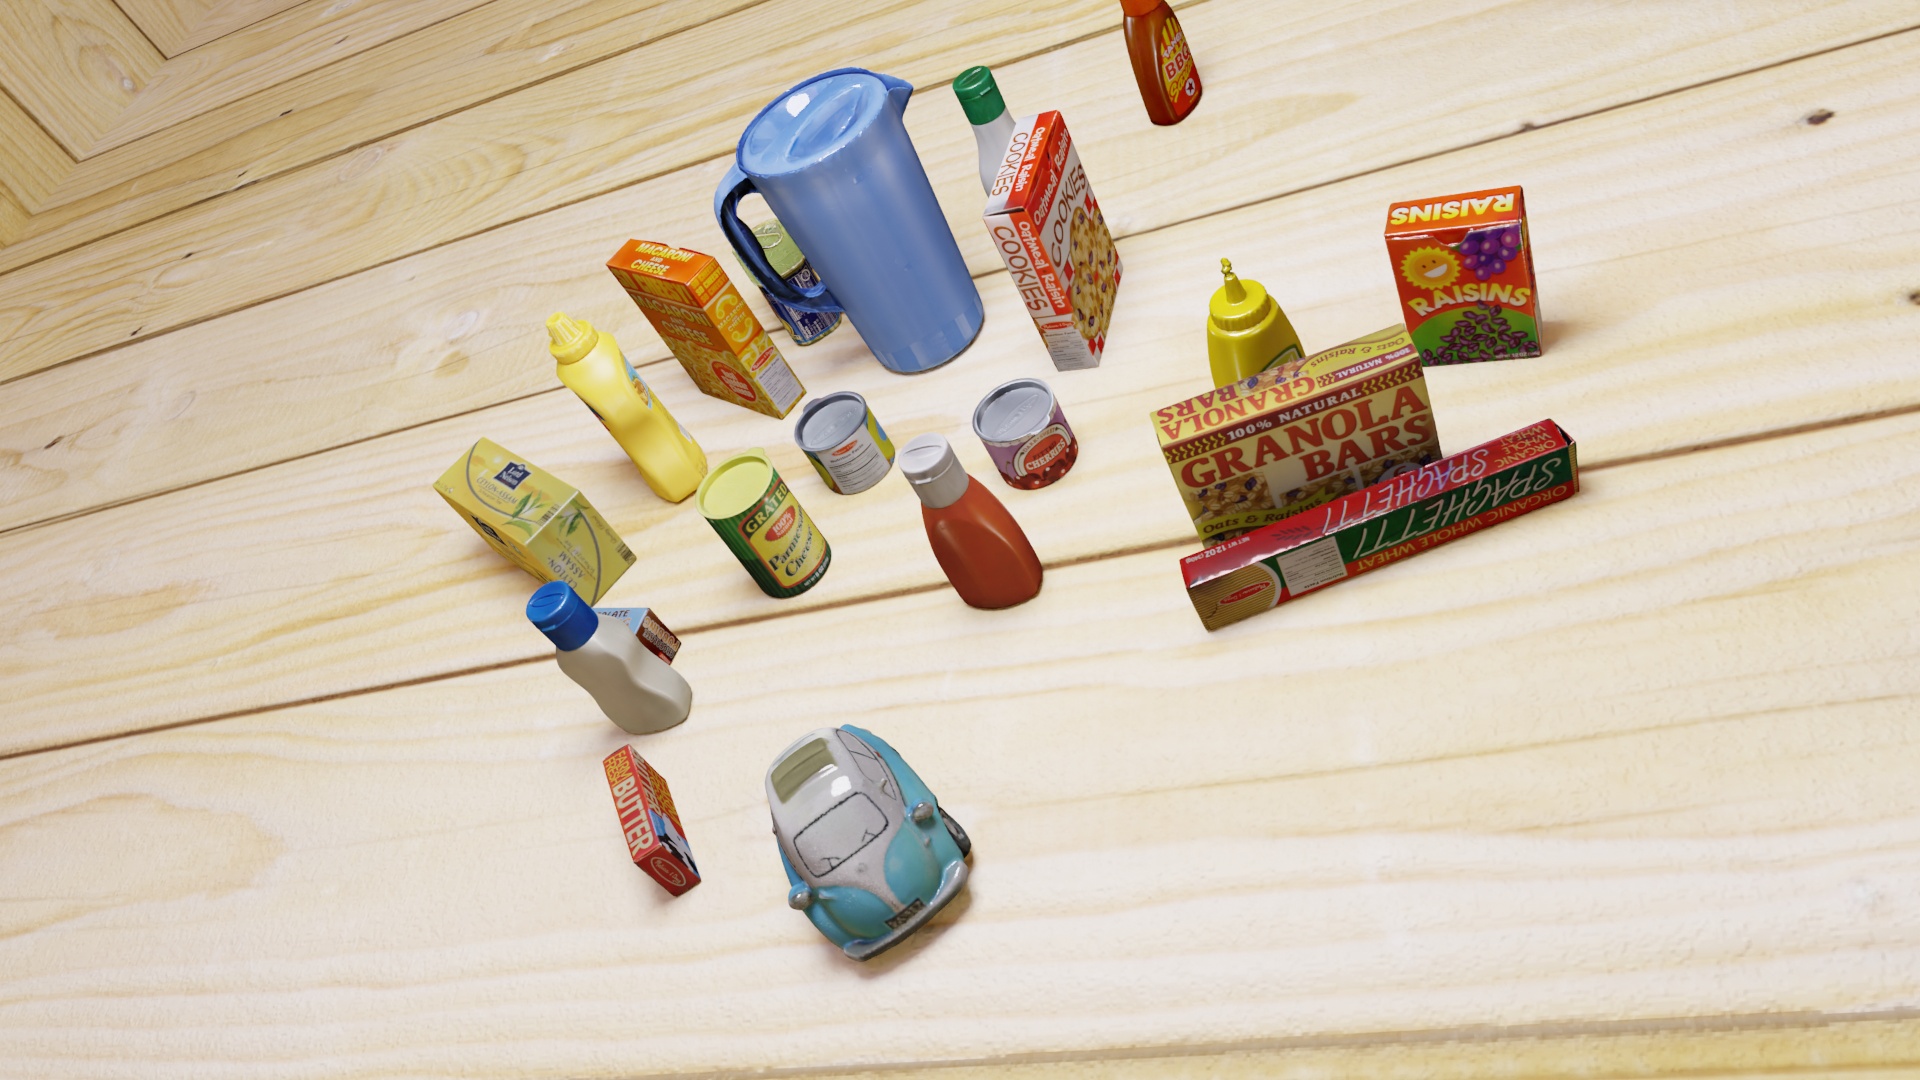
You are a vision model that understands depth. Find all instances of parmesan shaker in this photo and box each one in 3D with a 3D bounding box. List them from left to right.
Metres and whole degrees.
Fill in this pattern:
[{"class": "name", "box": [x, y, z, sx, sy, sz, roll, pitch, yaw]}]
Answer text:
[{"class": "parmesan shaker", "box": [-0.150, -0.013, 1.079, 0.071, 0.102, 0.072, -16, 45, 17]}]

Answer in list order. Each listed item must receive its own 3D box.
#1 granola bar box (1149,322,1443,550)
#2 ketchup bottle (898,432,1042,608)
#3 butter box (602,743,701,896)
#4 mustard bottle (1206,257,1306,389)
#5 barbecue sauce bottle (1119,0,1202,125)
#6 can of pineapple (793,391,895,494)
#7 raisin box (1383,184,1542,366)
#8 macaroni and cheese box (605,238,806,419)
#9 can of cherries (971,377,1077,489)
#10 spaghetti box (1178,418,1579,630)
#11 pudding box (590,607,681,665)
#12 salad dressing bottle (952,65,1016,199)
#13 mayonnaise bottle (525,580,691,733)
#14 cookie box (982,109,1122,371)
[{"class": "granola bar box", "box": [0.221, -0.058, 0.898, 0.165, 0.123, 0.039, -19, 44, 13]}, {"class": "ketchup bottle", "box": [0.003, -0.012, 0.960, 0.064, 0.148, 0.044, -10, 47, 22]}, {"class": "butter box", "box": [-0.215, 0.193, 0.964, 0.024, 0.053, 0.104, -34, 43, -2]}, {"class": "mustard bottle", "box": [0.200, -0.128, 0.948, 0.065, 0.159, 0.049, -42, 44, -10]}, {"class": "barbecue sauce bottle", "box": [0.177, -0.458, 1.270, 0.044, 0.148, 0.065, 14, 59, 38]}, {"class": "can of pineapple", "box": [-0.095, -0.081, 1.145, 0.071, 0.057, 0.071, -16, 45, 17]}, {"class": "raisin box", "box": [0.341, -0.176, 0.939, 0.086, 0.123, 0.040, -1, 51, 29]}, {"class": "macaroni and cheese box", "box": [-0.225, -0.189, 1.236, 0.124, 0.165, 0.040, 20, 63, 40]}, {"class": "can of cherries", "box": [0.051, -0.080, 1.061, 0.071, 0.058, 0.072, -16, 45, 17]}, {"class": "spaghetti box", "box": [0.264, -0.008, 0.883, 0.250, 0.050, 0.029, -22, 44, 10]}, {"class": "pudding box", "box": [-0.271, 0.077, 1.104, 0.083, 0.049, 0.030, -1, 51, 28]}, {"class": "salad dressing bottle", "box": [0.038, -0.358, 1.258, 0.064, 0.147, 0.044, -39, 44, -8]}, {"class": "mayonnaise bottle", "box": [-0.259, 0.087, 1.017, 0.064, 0.147, 0.041, -14, 46, 18]}, {"class": "cookie box", "box": [0.079, -0.238, 1.111, 0.040, 0.166, 0.123, -4, 50, 27]}]
